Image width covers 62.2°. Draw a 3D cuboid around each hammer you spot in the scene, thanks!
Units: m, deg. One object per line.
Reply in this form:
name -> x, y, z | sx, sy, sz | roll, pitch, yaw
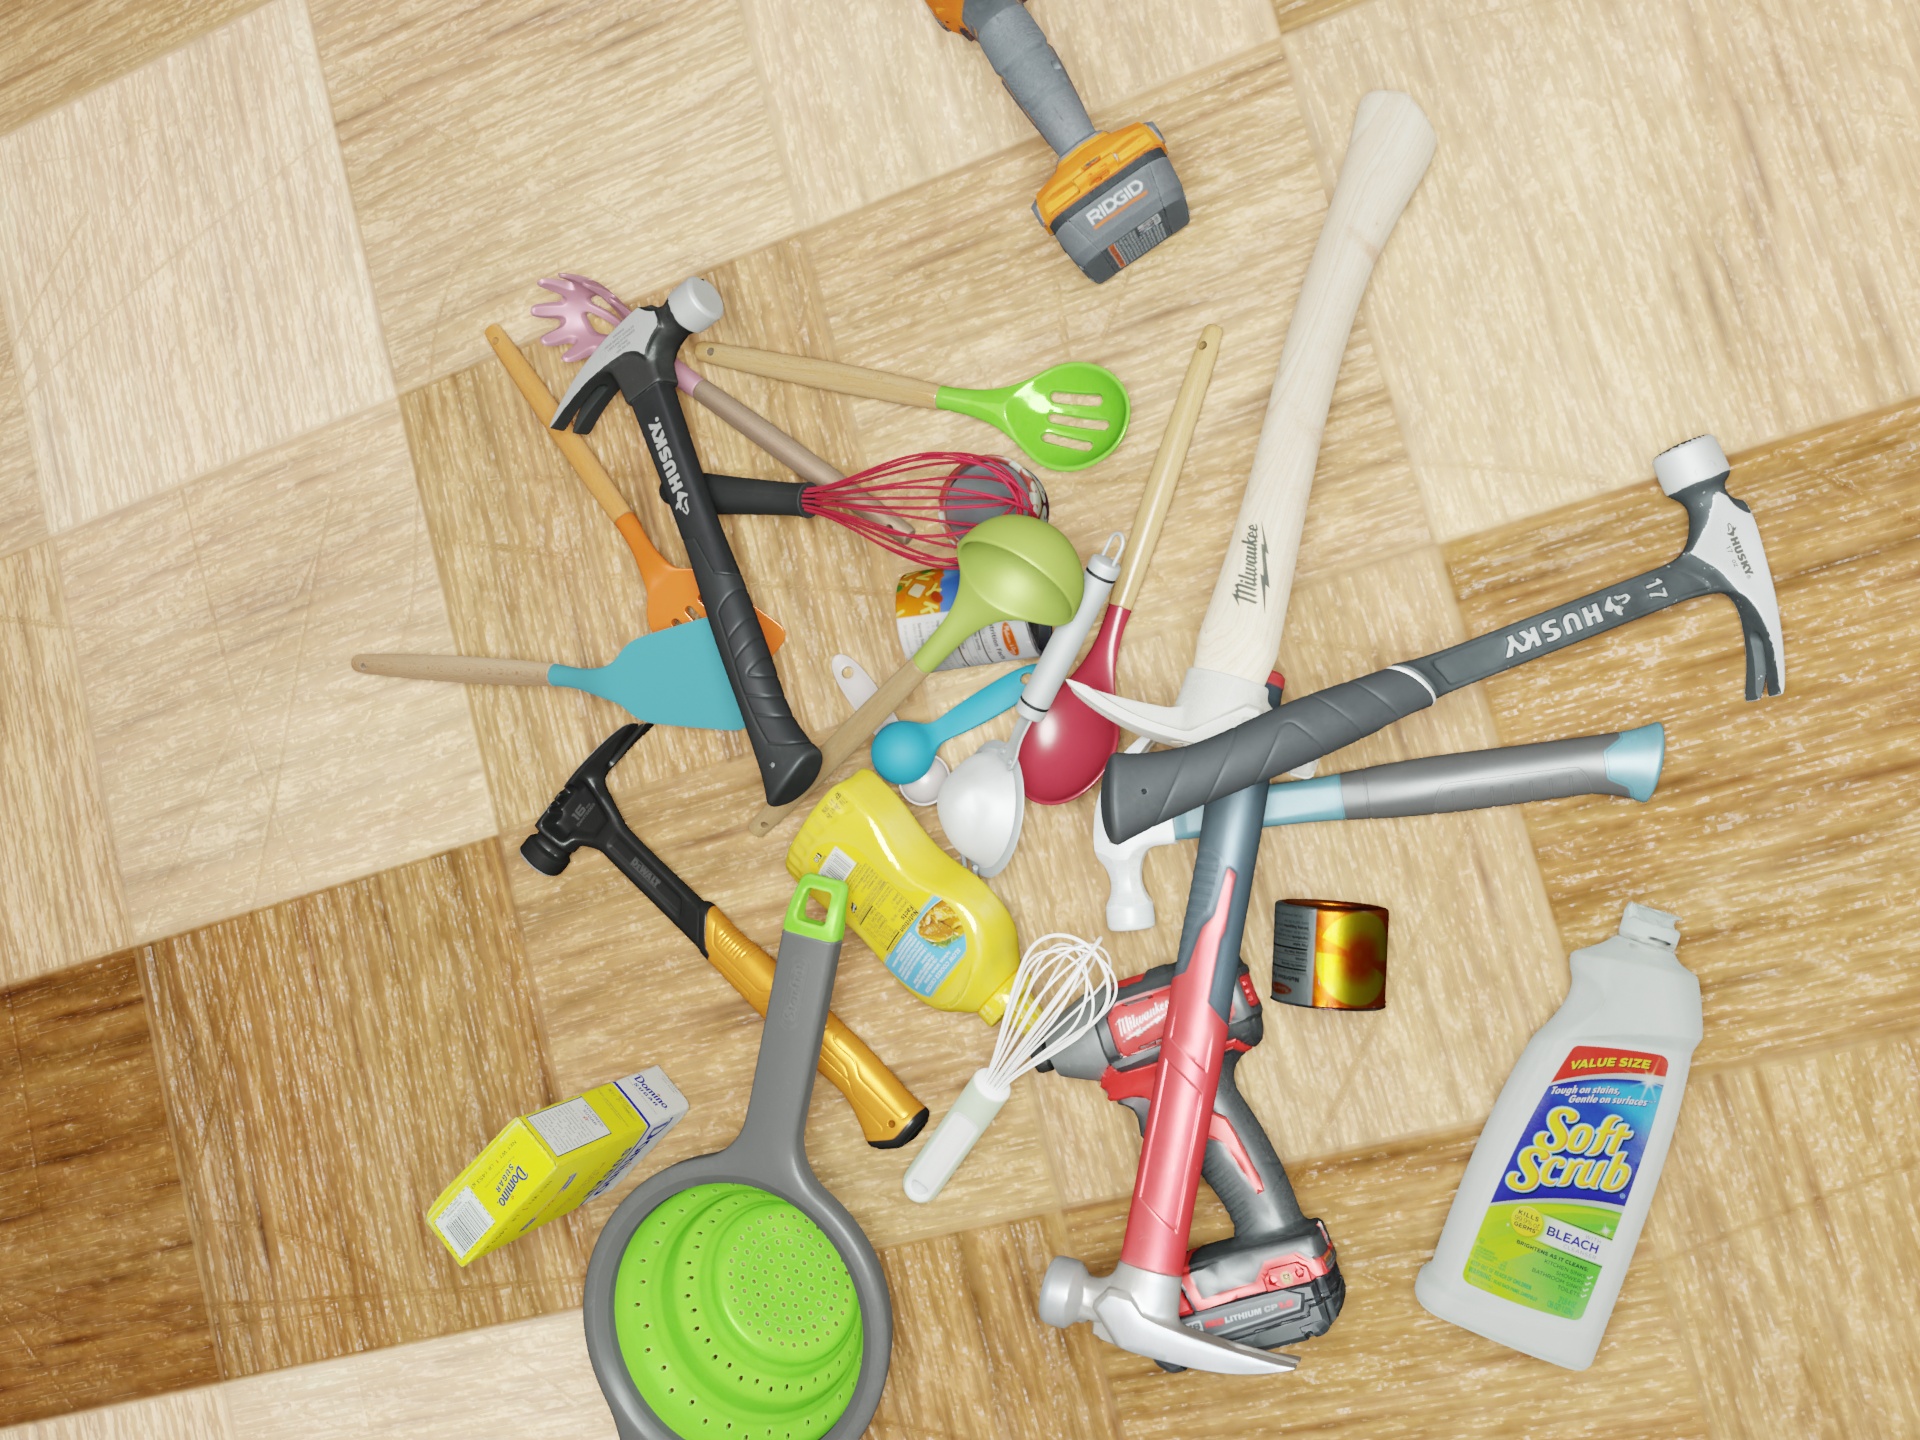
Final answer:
hammer -> -0.145, 0.150, 1.056 | 0.337, 0.034, 0.127 | 42, 101, 14
hammer -> 0.240, 0.045, 0.941 | 0.331, 0.033, 0.128 | -8, 87, 17
hammer -> -0.164, -0.104, 1.017 | 0.146, 0.035, 0.335 | -28, 76, 30
hammer -> 0.261, -0.021, 0.854 | 0.409, 0.036, 0.149 | -21, 85, -10
hammer -> 0.151, 0.161, 0.897 | 0.143, 0.038, 0.386 | 9, 82, 19
hammer -> 0.186, -0.178, 0.922 | 0.146, 0.038, 0.411 | 15, 80, 15

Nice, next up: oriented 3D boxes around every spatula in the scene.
spatula -> -0.241, -0.155, 1.103 | 0.081, 0.041, 0.323 | -41, 73, 14
spatula -> -0.296, -0.035, 1.107 | 0.317, 0.044, 0.082 | 4, 114, 25

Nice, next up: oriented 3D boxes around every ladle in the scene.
ladle -> -0.042, -0.012, 0.971 | 0.078, 0.062, 0.320 | 38, 124, -14
ladle -> 0.106, -0.096, 0.990 | 0.069, 0.031, 0.315 | 20, 92, 34

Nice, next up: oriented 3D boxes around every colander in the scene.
colander -> -0.111, 0.290, 1.005 | 0.204, 0.094, 0.397 | 12, 93, 18

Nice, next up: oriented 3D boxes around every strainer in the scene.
strainer -> 0.038, -0.002, 0.962 | 0.258, 0.050, 0.087 | -64, 33, 23

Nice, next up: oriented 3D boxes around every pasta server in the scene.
pasta server -> -0.160, -0.208, 1.072 | 0.316, 0.040, 0.060 | 36, 124, 14

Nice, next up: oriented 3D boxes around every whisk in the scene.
whisk -> -0.081, -0.139, 1.011 | 0.296, 0.073, 0.073 | 8, 91, 33
whisk -> 0.023, 0.215, 0.958 | 0.058, 0.059, 0.246 | 35, 122, 8

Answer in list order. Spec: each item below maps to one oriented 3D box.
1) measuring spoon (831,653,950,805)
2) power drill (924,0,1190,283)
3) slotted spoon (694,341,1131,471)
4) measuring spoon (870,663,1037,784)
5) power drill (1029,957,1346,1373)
measuring spoon -> -0.047, 0.005, 1.043 | 0.034, 0.018, 0.124 | -37, 71, 1
power drill -> 0.049, -0.383, 0.965 | 0.084, 0.164, 0.226 | -32, 92, 14
slotted spoon -> -0.036, -0.218, 1.040 | 0.314, 0.031, 0.070 | 14, 92, 19
measuring spoon -> -0.002, -0.003, 1.013 | 0.128, 0.021, 0.042 | -31, 72, 4
power drill -> 0.133, 0.258, 0.946 | 0.143, 0.078, 0.220 | -20, 79, 14
